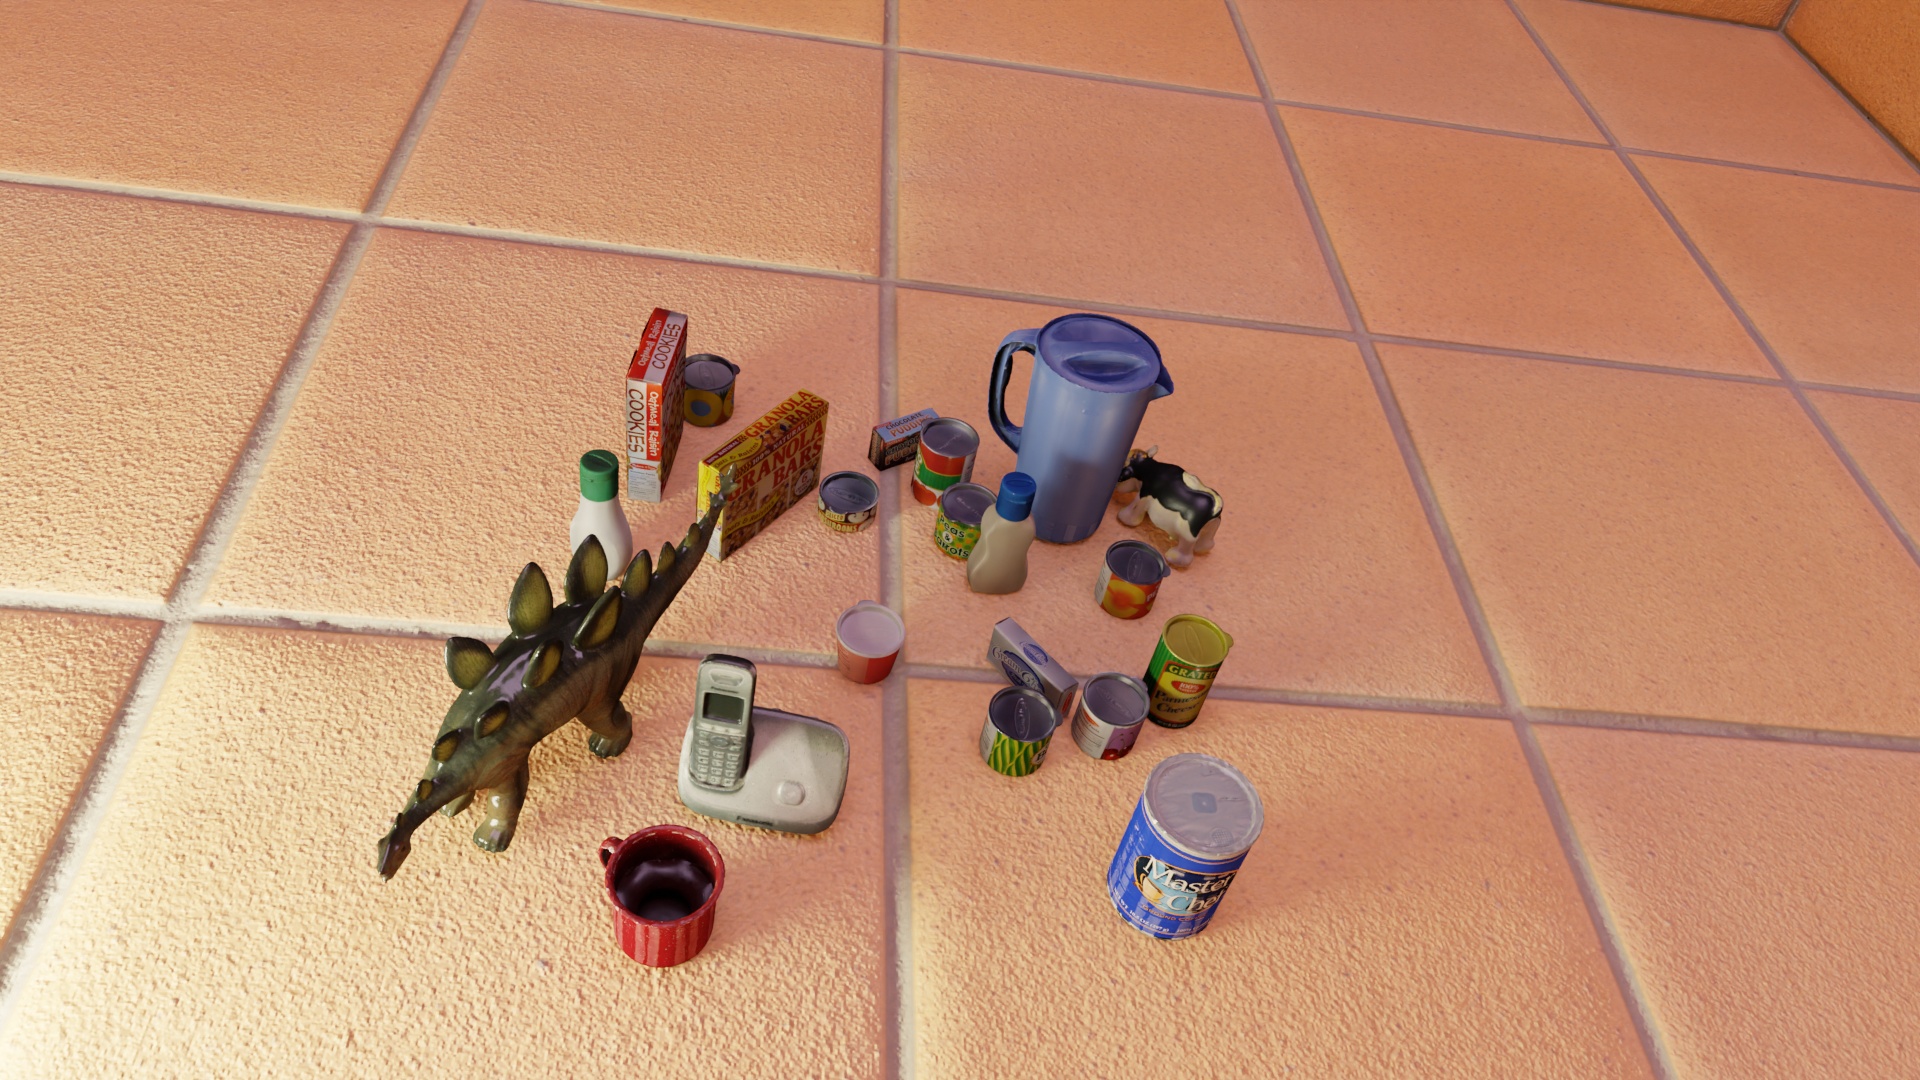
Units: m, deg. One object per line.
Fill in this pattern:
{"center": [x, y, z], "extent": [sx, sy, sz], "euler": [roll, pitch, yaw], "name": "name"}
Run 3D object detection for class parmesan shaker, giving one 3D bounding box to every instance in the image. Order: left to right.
{"center": [0.221, 0.131, 1.374], "extent": [0.071, 0.102, 0.072], "euler": [7, 44, -7], "name": "parmesan shaker"}

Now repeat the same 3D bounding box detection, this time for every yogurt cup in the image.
{"center": [-0.091, 0.104, 1.364], "extent": [0.072, 0.053, 0.073], "euler": [7, 44, -7], "name": "yogurt cup"}

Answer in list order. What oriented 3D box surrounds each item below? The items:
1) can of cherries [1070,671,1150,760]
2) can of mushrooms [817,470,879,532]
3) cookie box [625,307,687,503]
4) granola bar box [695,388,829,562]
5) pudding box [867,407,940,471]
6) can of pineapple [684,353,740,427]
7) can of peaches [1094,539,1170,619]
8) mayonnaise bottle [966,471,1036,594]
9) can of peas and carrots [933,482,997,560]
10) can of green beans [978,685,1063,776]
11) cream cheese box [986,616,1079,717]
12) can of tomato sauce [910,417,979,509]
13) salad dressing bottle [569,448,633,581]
{"center": [0.147, 0.170, 1.349], "extent": [0.071, 0.058, 0.072], "euler": [7, 44, -7], "name": "can of cherries"}
{"center": [-0.124, -0.041, 1.517], "extent": [0.071, 0.033, 0.071], "euler": [7, 44, -7], "name": "can of mushrooms"}
{"center": [-0.324, -0.143, 1.478], "extent": [0.040, 0.166, 0.123], "euler": [9, 44, -4], "name": "cookie box"}
{"center": [-0.209, -0.070, 1.462], "extent": [0.039, 0.123, 0.166], "euler": [31, 47, 18], "name": "granola bar box"}
{"center": [-0.063, -0.117, 1.597], "extent": [0.084, 0.049, 0.030], "euler": [-21, 53, -30], "name": "pudding box"}
{"center": [-0.290, -0.172, 1.593], "extent": [0.071, 0.057, 0.071], "euler": [7, 44, -7], "name": "can of pineapple"}
{"center": [0.183, 0.043, 1.487], "extent": [0.071, 0.057, 0.071], "euler": [7, 44, -7], "name": "can of peaches"}
{"center": [0.048, -0.006, 1.440], "extent": [0.065, 0.147, 0.041], "euler": [0, 45, -13], "name": "mayonnaise bottle"}
{"center": [0.005, -0.019, 1.507], "extent": [0.071, 0.058, 0.071], "euler": [7, 44, -7], "name": "can of peas and carrots"}
{"center": [0.054, 0.181, 1.316], "extent": [0.071, 0.057, 0.071], "euler": [7, 44, -7], "name": "can of green beans"}
{"center": [0.070, 0.129, 1.377], "extent": [0.024, 0.053, 0.104], "euler": [-26, 56, -33], "name": "cream cheese box"}
{"center": [-0.020, -0.086, 1.552], "extent": [0.071, 0.082, 0.071], "euler": [7, 44, -7], "name": "can of tomato sauce"}
{"center": [-0.353, -0.024, 1.364], "extent": [0.064, 0.146, 0.044], "euler": [26, 45, 13], "name": "salad dressing bottle"}
